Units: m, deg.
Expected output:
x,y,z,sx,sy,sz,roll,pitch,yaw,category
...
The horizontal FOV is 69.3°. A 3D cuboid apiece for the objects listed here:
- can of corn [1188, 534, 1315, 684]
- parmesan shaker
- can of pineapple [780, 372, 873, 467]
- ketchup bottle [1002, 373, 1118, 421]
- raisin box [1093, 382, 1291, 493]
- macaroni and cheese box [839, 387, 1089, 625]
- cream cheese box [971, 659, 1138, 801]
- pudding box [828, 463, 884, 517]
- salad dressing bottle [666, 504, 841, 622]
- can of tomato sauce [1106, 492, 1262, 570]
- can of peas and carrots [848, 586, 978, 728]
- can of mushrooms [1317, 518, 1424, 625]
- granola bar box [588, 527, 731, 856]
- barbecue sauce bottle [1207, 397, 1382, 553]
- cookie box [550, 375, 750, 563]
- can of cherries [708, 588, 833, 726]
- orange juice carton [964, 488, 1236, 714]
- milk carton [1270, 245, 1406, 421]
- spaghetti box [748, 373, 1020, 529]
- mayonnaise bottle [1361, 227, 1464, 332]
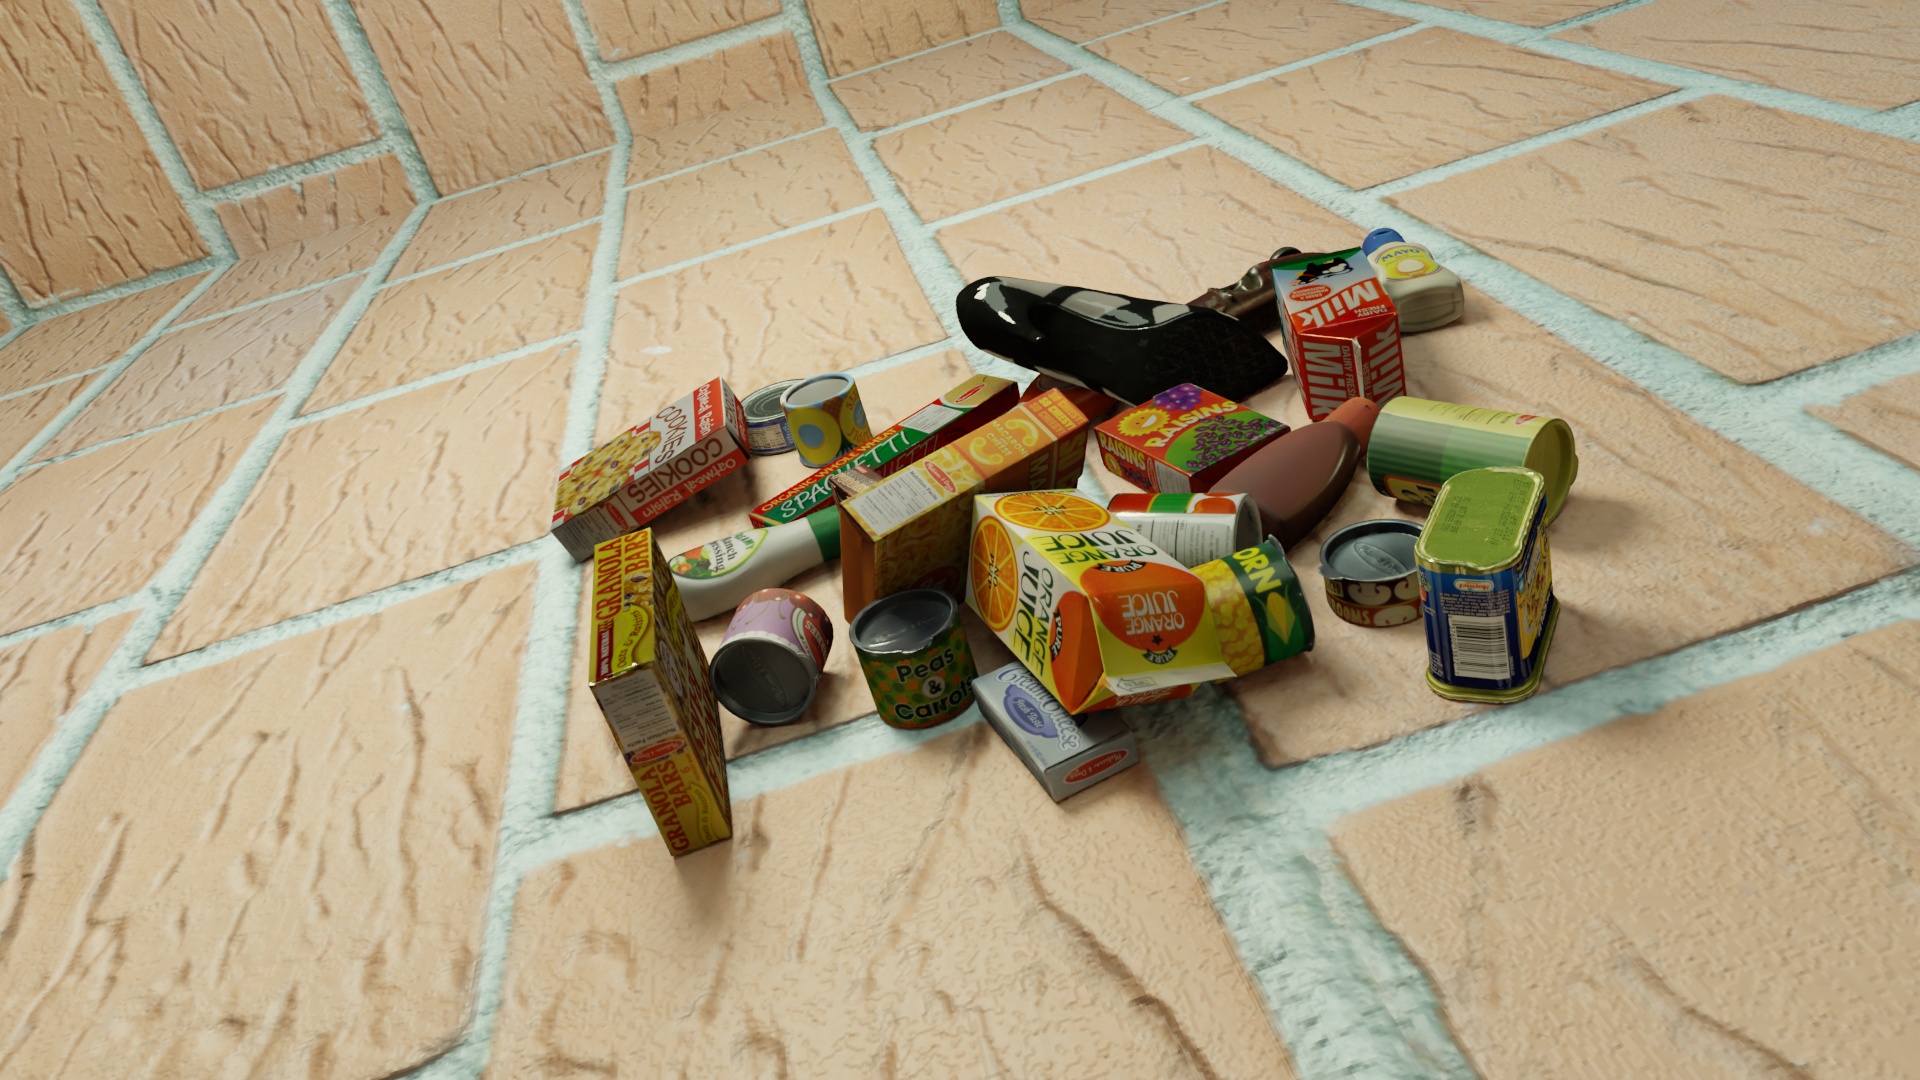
x,y,z,sx,sy,sz,roll,pitch,yaw,category
0.156,0.038,0.774,0.058,0.071,0.071,-19,29,-3,can of corn
0.313,-0.049,0.853,0.071,0.071,0.103,-35,33,-30,parmesan shaker
-0.111,-0.103,1.175,0.071,0.057,0.071,-13,29,7,can of pineapple
0.080,-0.111,1.104,0.065,0.043,0.149,20,45,36,ketchup bottle
0.164,-0.066,0.985,0.086,0.040,0.123,-27,30,-16,raisin box
0.003,-0.011,0.887,0.167,0.123,0.040,-30,60,-23,macaroni and cheese box
0.050,0.099,0.770,0.053,0.024,0.104,-23,29,-14,cream cheese box
-0.058,-0.005,0.948,0.030,0.083,0.050,-26,29,-18,pudding box
-0.139,0.012,1.001,0.148,0.043,0.064,-21,30,-9,salad dressing bottle
0.137,0.003,0.851,0.083,0.071,0.071,0,33,27,can of tomato sauce
-0.026,0.071,0.824,0.071,0.058,0.071,-13,29,7,can of peas and carrots
0.241,0.019,0.802,0.071,0.033,0.071,-12,29,7,can of mushrooms
-0.175,0.083,0.812,0.039,0.123,0.166,-19,29,-4,granola bar box
0.227,-0.046,0.913,0.065,0.043,0.149,26,48,36,barbecue sauce bottle
-0.258,-0.062,1.165,0.167,0.040,0.123,-30,28,4,cookie box
-0.114,0.071,0.862,0.071,0.071,0.059,-9,28,14,can of cherries
0.073,0.037,0.775,0.072,0.072,0.193,-4,23,-22,orange juice carton
0.283,-0.150,1.036,0.073,0.072,0.191,-11,29,10,milk carton
-0.055,-0.065,1.109,0.251,0.028,0.050,-34,33,-29,spaghetti box
0.365,-0.218,1.145,0.065,0.041,0.149,-12,30,8,mayonnaise bottle
